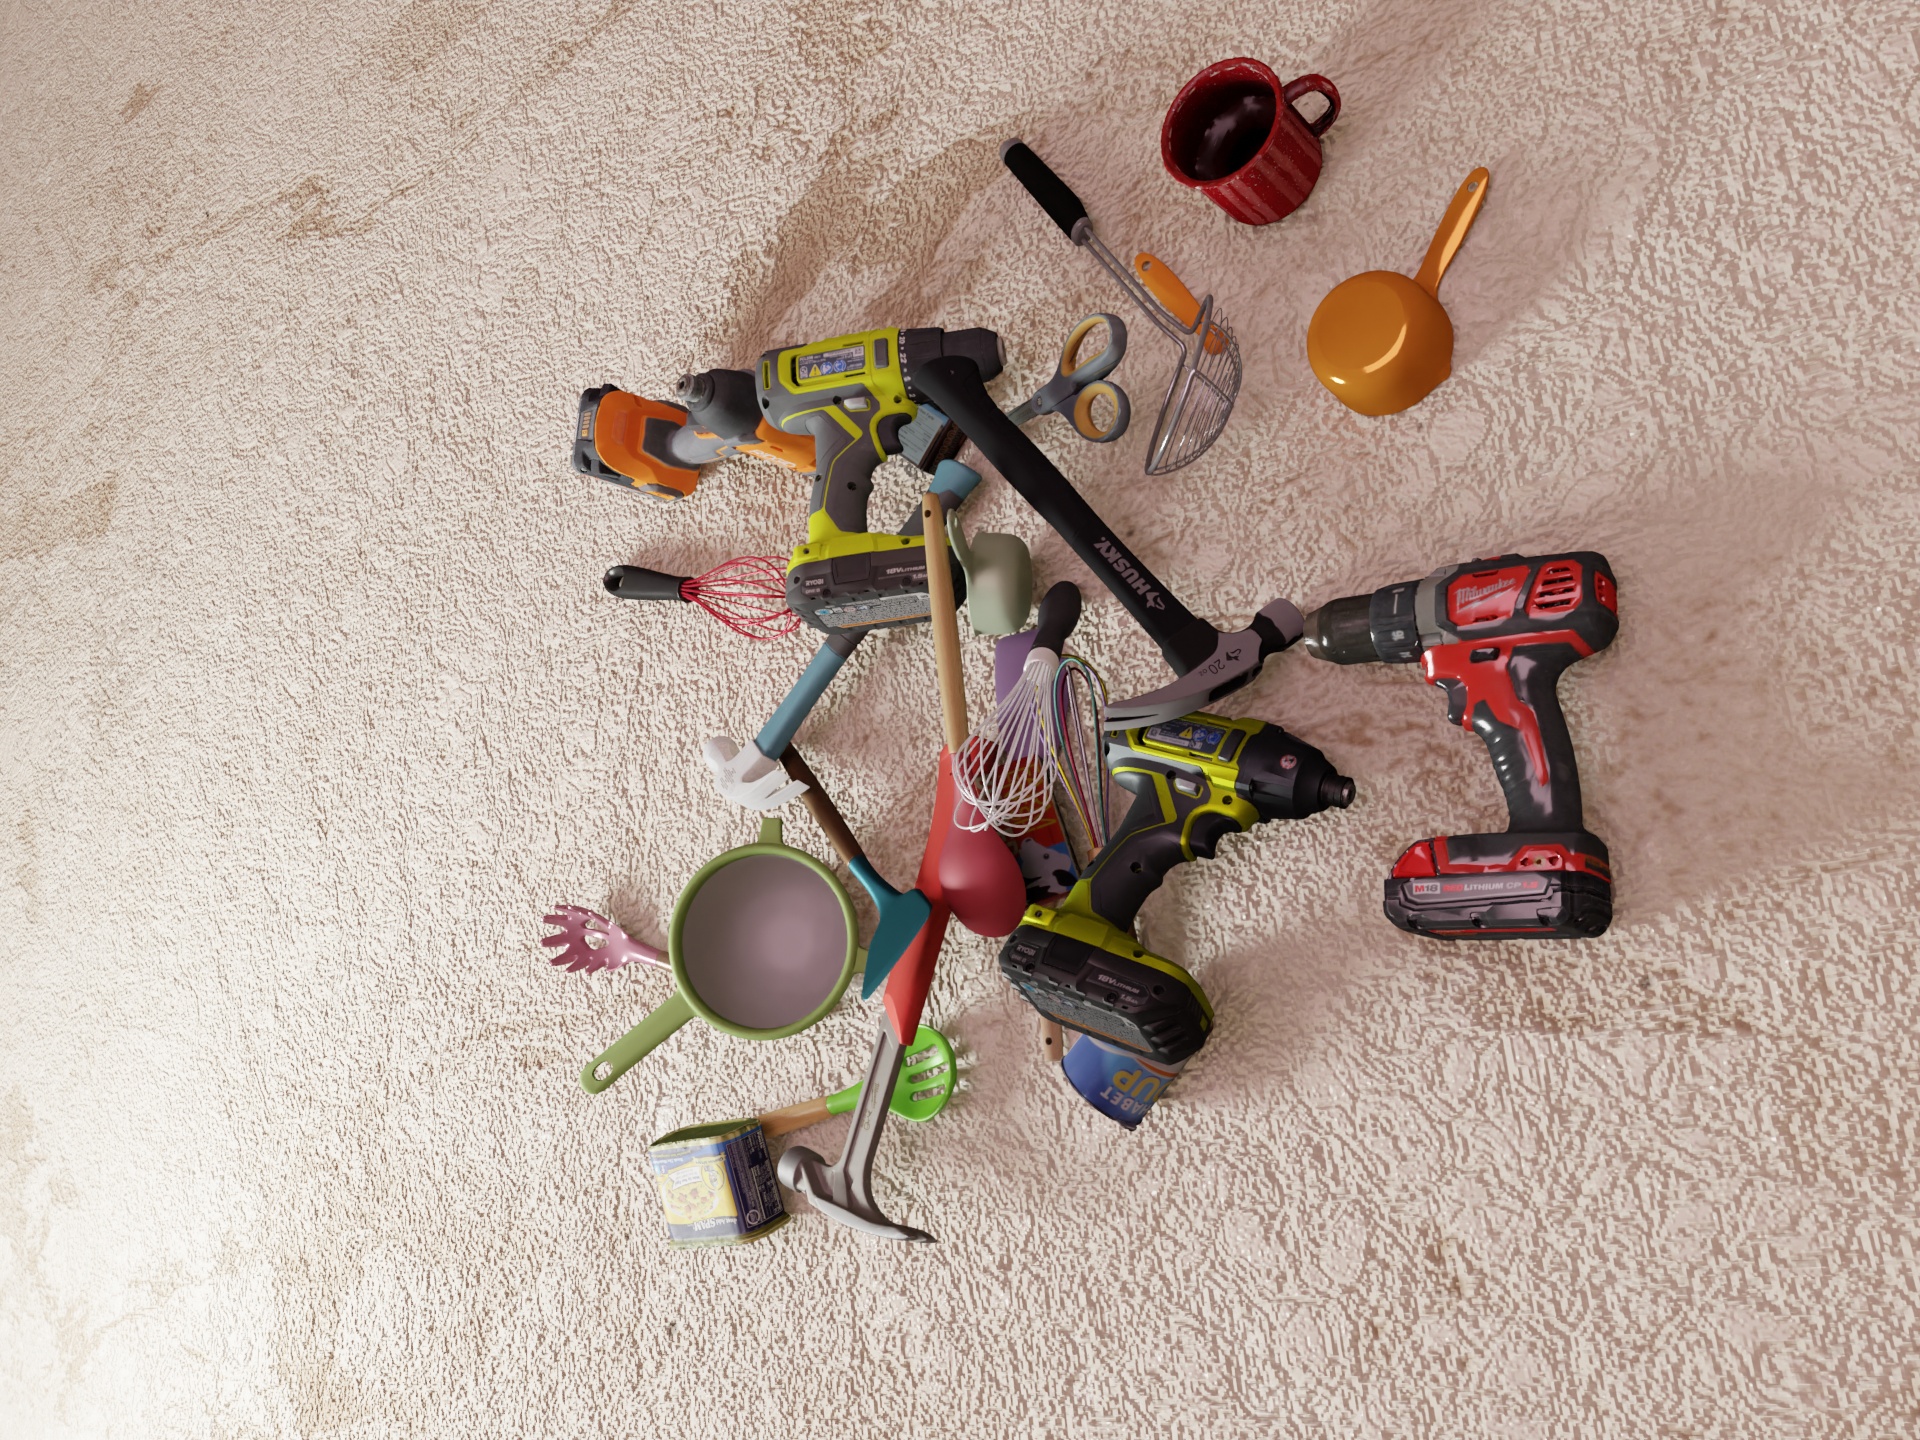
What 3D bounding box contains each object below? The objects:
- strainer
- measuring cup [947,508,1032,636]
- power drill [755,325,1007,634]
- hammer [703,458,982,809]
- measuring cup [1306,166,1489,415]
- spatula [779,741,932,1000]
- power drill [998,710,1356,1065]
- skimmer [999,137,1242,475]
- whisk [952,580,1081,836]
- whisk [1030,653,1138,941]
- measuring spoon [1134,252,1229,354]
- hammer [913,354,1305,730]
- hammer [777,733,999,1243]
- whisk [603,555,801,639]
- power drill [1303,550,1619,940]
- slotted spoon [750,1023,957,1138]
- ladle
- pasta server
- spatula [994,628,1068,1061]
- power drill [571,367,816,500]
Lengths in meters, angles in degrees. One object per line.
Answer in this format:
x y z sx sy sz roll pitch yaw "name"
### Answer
-0.188 0.207 1.248 0.256 0.069 0.151 -39 78 2 "strainer"
0.022 -0.113 1.132 0.038 0.167 0.083 2 74 12 "measuring cup"
-0.054 -0.191 1.201 0.190 0.080 0.229 -7 73 11 "power drill"
-0.092 -0.068 1.266 0.331 0.033 0.128 -54 35 9 "hammer"
0.289 -0.286 1.031 0.095 0.052 0.173 34 103 37 "measuring cup"
-0.095 0.088 1.206 0.082 0.044 0.318 -54 40 12 "spatula"
0.137 0.094 1.010 0.171 0.080 0.223 14 63 37 "power drill"
0.095 -0.323 1.163 0.364 0.090 0.127 58 147 32 "skimmer"
0.049 -0.019 1.065 0.070 0.070 0.285 -27 24 30 "whisk"
0.098 0.067 1.112 0.051 0.047 0.245 -26 70 44 "whisk"
0.158 -0.307 1.161 0.021 0.011 0.117 -46 57 21 "measuring spoon"
0.073 -0.136 1.098 0.146 0.035 0.335 -34 67 -13 "hammer"
-0.029 0.185 1.153 0.149 0.036 0.359 8 78 46 "hammer"
-0.225 -0.113 1.385 0.296 0.073 0.073 10 87 45 "whisk"
0.296 0.014 0.951 0.188 0.080 0.227 -7 74 36 "power drill"
-0.117 0.302 1.232 0.314 0.031 0.070 -26 65 33 "slotted spoon"
-0.002 -0.004 1.111 0.069 0.031 0.315 -9 87 33 "ladle"
-0.238 0.209 1.336 0.316 0.040 0.060 10 99 37 "pasta server"
0.058 0.085 1.150 0.060 0.018 0.316 -11 73 27 "spatula"
-0.228 -0.248 1.346 0.226 0.164 0.084 -1 81 39 "power drill"
